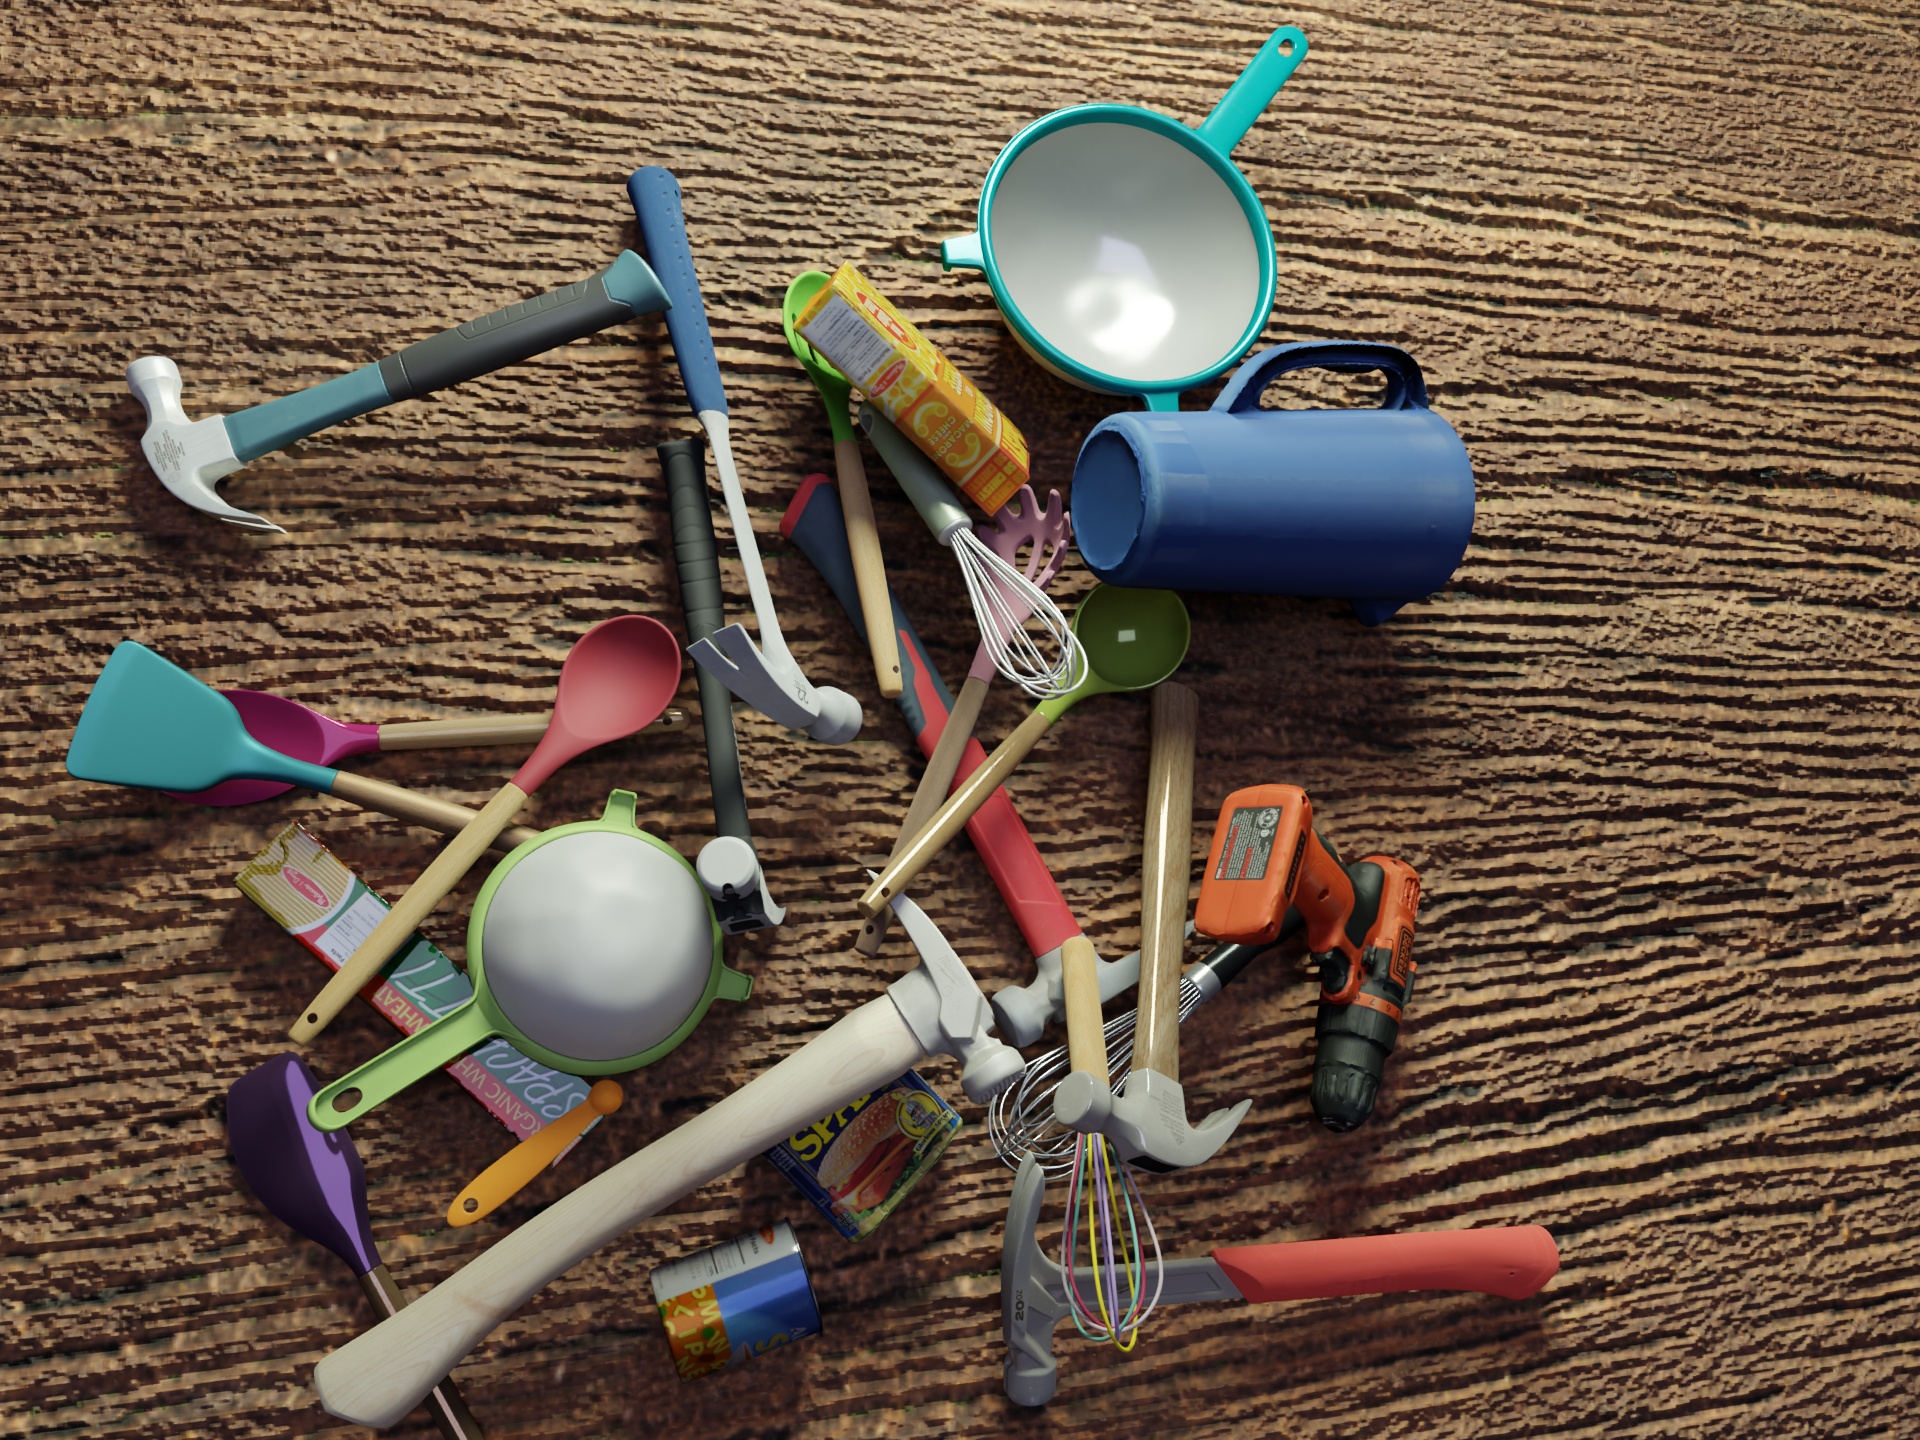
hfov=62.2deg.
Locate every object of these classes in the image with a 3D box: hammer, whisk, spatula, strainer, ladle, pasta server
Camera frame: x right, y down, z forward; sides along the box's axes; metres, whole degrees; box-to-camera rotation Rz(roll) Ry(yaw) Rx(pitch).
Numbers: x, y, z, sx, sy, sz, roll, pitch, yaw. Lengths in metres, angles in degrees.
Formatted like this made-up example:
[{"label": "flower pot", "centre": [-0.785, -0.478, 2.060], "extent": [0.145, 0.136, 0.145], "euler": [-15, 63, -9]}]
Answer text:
[{"label": "hammer", "centre": [0.126, 0.114, 0.970], "extent": [0.130, 0.031, 0.332], "euler": [33, 47, -28]}, {"label": "whisk", "centre": [0.002, -0.111, 0.987], "extent": [0.059, 0.057, 0.246], "euler": [-17, 63, -33]}, {"label": "whisk", "centre": [0.077, 0.234, 0.905], "extent": [0.047, 0.051, 0.245], "euler": [21, 45, -27]}, {"label": "hammer", "centre": [0.004, 0.006, 1.027], "extent": [0.143, 0.038, 0.386], "euler": [-26, 83, -18]}, {"label": "spatula", "centre": [-0.342, 0.045, 0.932], "extent": [0.317, 0.044, 0.082], "euler": [19, 72, -12]}, {"label": "strainer", "centre": [-0.242, 0.148, 0.889], "extent": [0.256, 0.069, 0.151], "euler": [-31, 87, -31]}, {"label": "ladle", "centre": [-0.275, 0.061, 0.930], "extent": [0.069, 0.031, 0.315], "euler": [36, 67, 5]}, {"label": "strainer", "centre": [0.138, -0.355, 1.118], "extent": [0.211, 0.095, 0.340], "euler": [37, 70, -4]}, {"label": "pasta server", "centre": [-0.002, -0.003, 0.988], "extent": [0.060, 0.040, 0.316], "euler": [14, 70, 25]}, {"label": "hammer", "centre": [-0.172, 0.246, 0.885], "extent": [0.410, 0.038, 0.146], "euler": [-32, 70, -8]}, {"label": "hammer", "centre": [-0.338, -0.214, 0.974], "extent": [0.331, 0.033, 0.128], "euler": [-21, 81, 0]}, {"label": "spatula", "centre": [-0.319, 0.331, 0.888], "extent": [0.060, 0.018, 0.316], "euler": [-32, 83, -13]}, {"label": "hammer", "centre": [-0.152, -0.030, 0.974], "extent": [0.035, 0.146, 0.335], "euler": [-10, 66, -3]}, {"label": "whisk", "centre": [0.128, 0.185, 1.001], "extent": [0.284, 0.070, 0.070], "euler": [-35, 85, -23]}, {"label": "ladle", "centre": [0.042, 0.012, 0.977], "extent": [0.078, 0.062, 0.320], "euler": [51, 52, -8]}, {"label": "hammer", "centre": [-0.154, -0.182, 0.993], "extent": [0.035, 0.144, 0.406], "euler": [-24, 67, 17]}, {"label": "hammer", "centre": [0.200, 0.327, 0.969], "extent": [0.359, 0.037, 0.149], "euler": [1, 101, -15]}]

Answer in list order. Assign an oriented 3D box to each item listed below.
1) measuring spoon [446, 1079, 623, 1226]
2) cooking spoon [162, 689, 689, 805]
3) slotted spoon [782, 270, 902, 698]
[{"label": "measuring spoon", "centre": [-0.240, 0.245, 0.898], "extent": [0.117, 0.011, 0.021], "euler": [-38, 87, -16]}, {"label": "cooking spoon", "centre": [-0.326, 0.009, 0.968], "extent": [0.319, 0.017, 0.069], "euler": [-4, 91, -13]}, {"label": "slotted spoon", "centre": [-0.072, -0.156, 1.024], "extent": [0.070, 0.031, 0.314], "euler": [12, 57, -43]}]
